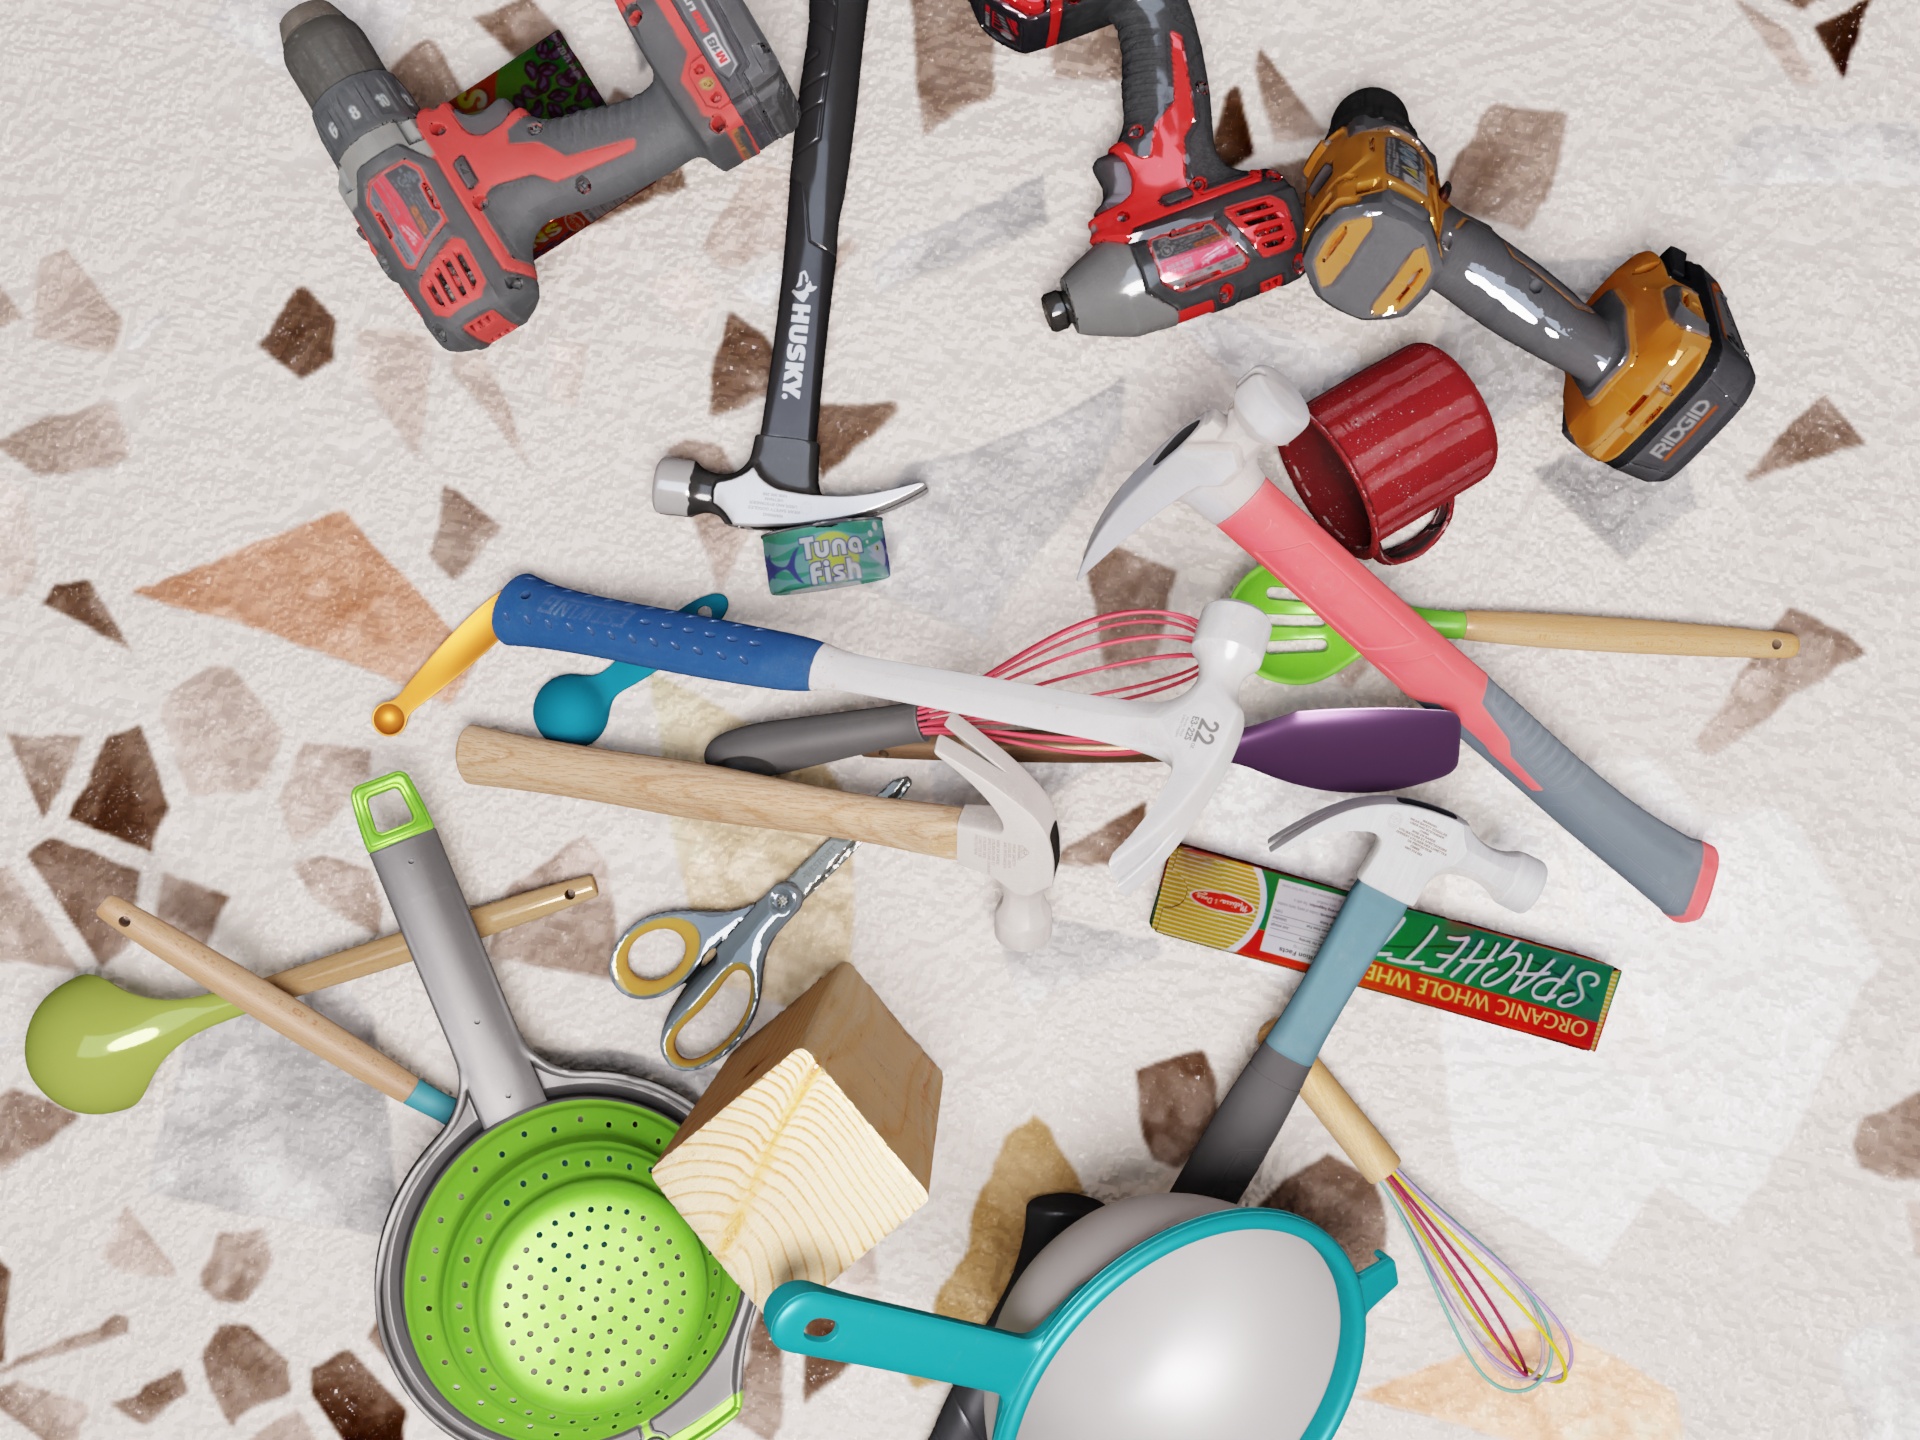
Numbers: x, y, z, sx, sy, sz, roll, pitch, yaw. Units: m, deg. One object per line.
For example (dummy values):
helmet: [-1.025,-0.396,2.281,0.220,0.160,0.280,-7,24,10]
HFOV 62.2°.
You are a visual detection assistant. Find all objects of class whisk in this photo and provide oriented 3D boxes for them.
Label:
whisk: [-0.001,-0.003,0.828,0.296,0.073,0.073,-10,91,18]
whisk: [0.243,0.264,0.867,0.051,0.047,0.245,-39,86,3]

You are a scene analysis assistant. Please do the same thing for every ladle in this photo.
ladle: [-0.355,0.140,0.878,0.320,0.062,0.078,-18,92,-5]

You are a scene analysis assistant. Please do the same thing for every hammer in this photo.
hammer: [0.240,-0.010,0.823,0.386,0.038,0.143,38,127,-14]
hammer: [0.168,0.188,0.841,0.128,0.033,0.331,28,101,5]
hammer: [-0.111,0.040,0.838,0.331,0.031,0.130,9,128,11]
hammer: [-0.074,-0.268,0.859,0.146,0.035,0.335,7,91,2]
hammer: [-0.021,0.445,0.877,0.149,0.036,0.409,27,92,-1]
hammer: [-0.063,-0.020,0.783,0.406,0.035,0.144,11,64,24]

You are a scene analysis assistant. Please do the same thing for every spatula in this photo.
spatula: [-0.314,0.186,0.847,0.317,0.044,0.082,38,85,-17]
spatula: [0.100,0.015,0.844,0.316,0.018,0.059,0,131,12]

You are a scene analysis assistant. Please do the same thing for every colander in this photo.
colander: [-0.222,0.210,0.811,0.204,0.094,0.397,-23,91,-21]

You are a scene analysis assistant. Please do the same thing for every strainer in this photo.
strainer: [0.041,0.291,0.760,0.340,0.095,0.211,25,95,-30]

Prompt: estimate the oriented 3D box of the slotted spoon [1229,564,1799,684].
slotted spoon: [0.297,-0.048,0.863,0.313,0.031,0.070,3,93,-1]

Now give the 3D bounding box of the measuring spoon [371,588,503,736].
measuring spoon: [-0.280,-0.035,0.883,0.117,0.011,0.021,-44,91,-2]

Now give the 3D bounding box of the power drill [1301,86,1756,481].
power drill: [0.275,-0.233,0.807,0.226,0.185,0.084,25,132,-10]

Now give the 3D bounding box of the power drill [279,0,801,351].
power drill: [-0.216,-0.319,0.802,0.226,0.080,0.188,-31,91,4]

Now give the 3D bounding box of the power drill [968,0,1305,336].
power drill: [0.084,-0.314,0.837,0.143,0.078,0.219,-20,94,2]

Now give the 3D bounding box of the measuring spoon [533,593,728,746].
measuring spoon: [-0.181,-0.030,0.872,0.128,0.021,0.042,-36,91,3]
